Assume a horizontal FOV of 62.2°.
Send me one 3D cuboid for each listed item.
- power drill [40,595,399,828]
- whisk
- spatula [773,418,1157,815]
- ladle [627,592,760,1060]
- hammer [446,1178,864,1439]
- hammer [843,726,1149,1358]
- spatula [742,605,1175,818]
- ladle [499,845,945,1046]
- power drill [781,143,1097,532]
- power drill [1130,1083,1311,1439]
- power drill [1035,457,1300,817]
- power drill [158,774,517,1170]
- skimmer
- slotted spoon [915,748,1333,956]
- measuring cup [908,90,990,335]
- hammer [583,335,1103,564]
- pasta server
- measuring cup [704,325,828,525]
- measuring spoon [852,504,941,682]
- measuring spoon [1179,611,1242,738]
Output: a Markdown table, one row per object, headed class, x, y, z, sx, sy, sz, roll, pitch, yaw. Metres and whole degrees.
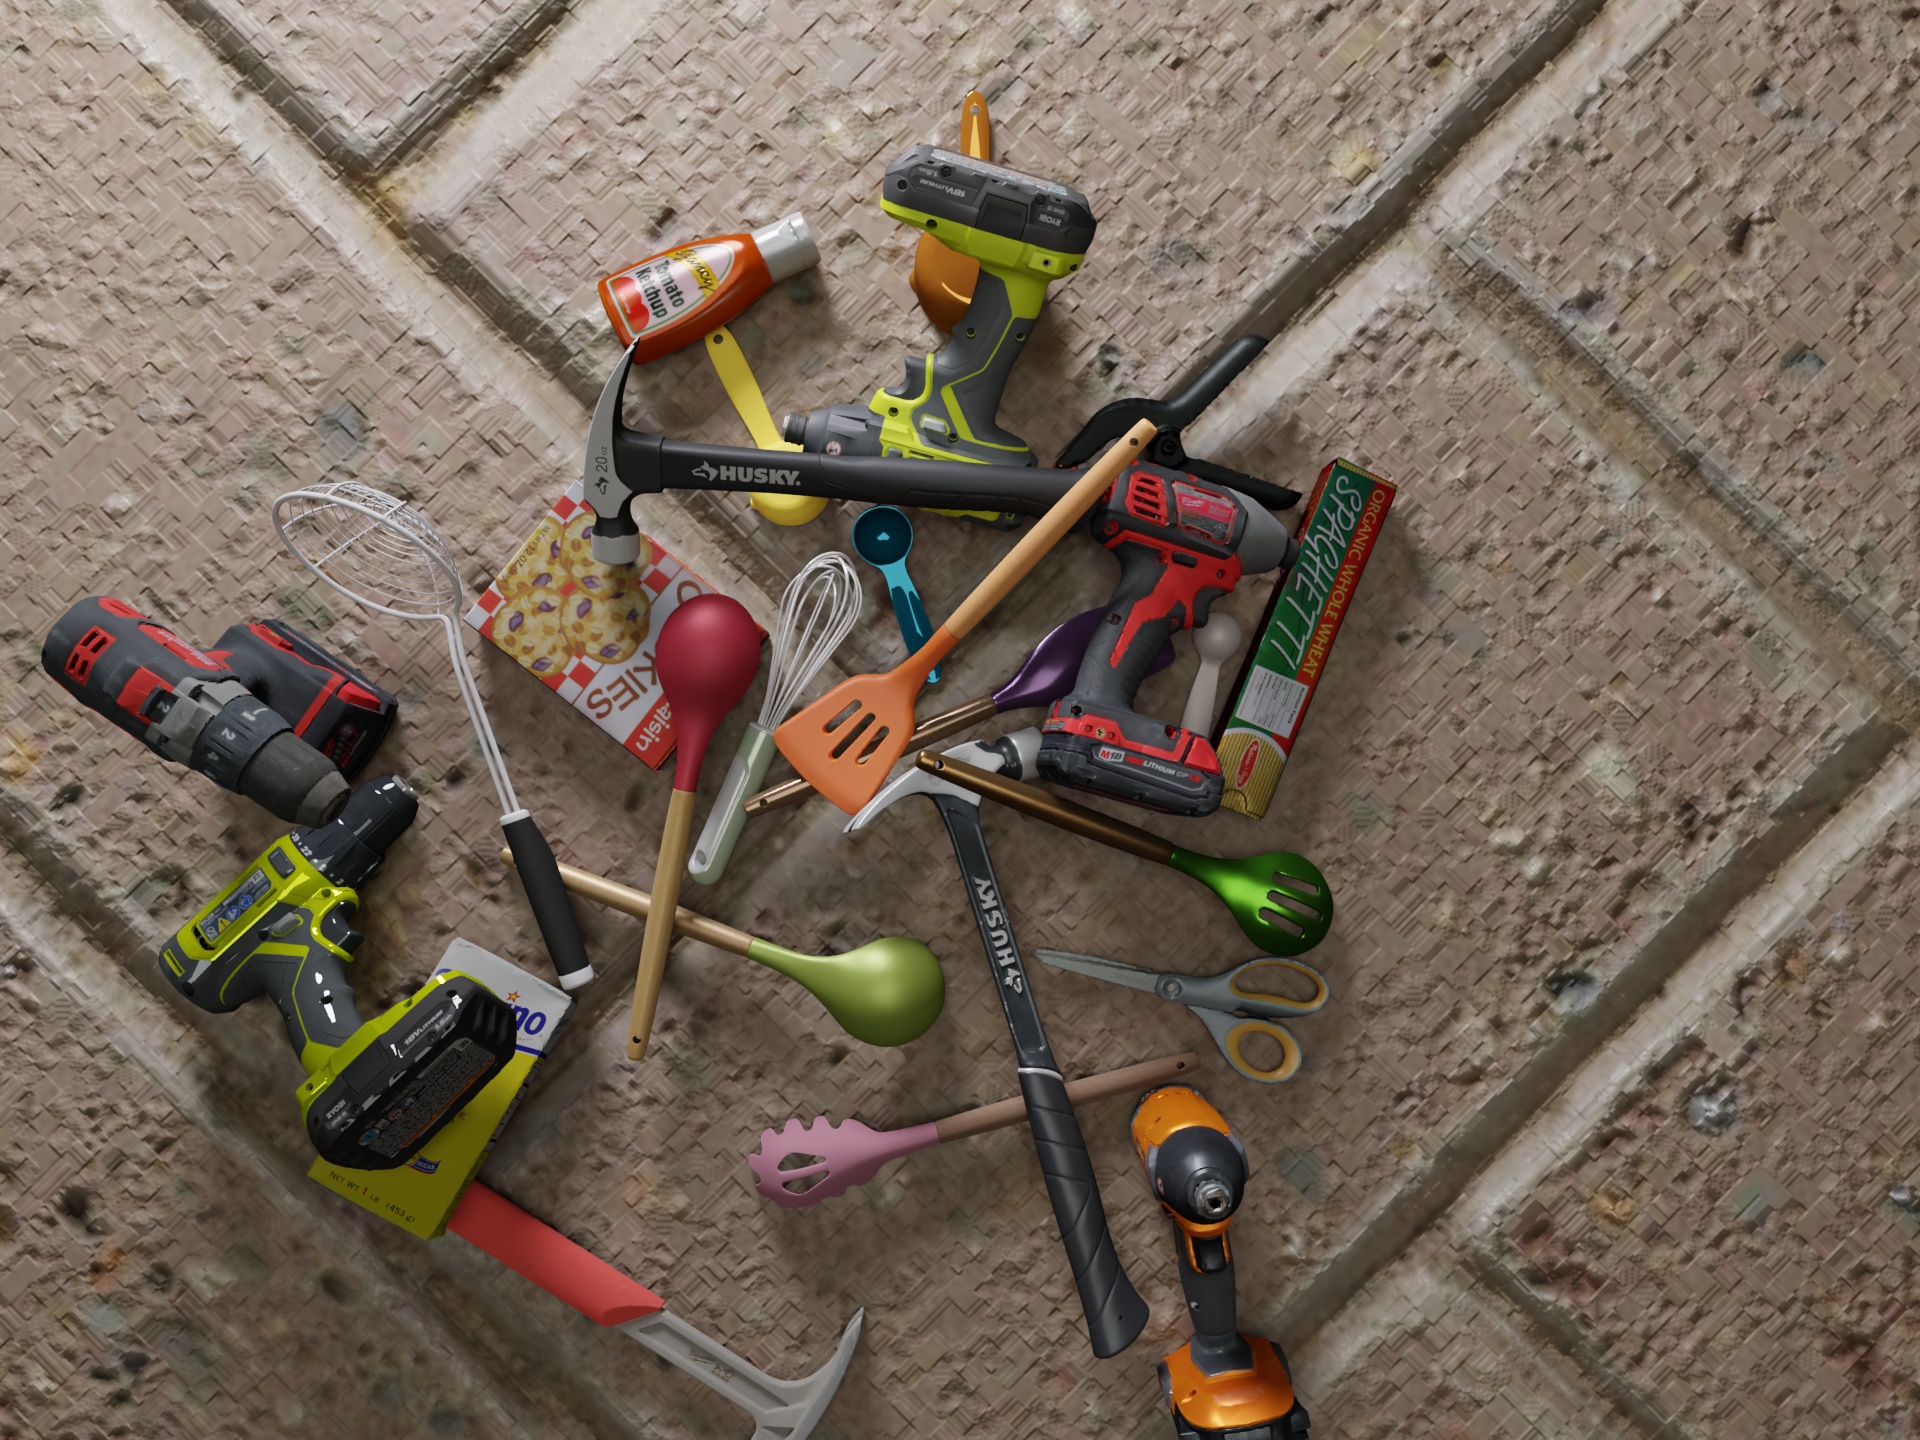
| class | x | y | z | sx | sy | sz | roll | pitch | yaw |
| --- | --- | --- | --- | --- | --- | --- | --- | --- | --- |
| power drill | -0.434 | 0.001 | 0.992 | 0.188 | 0.226 | 0.080 | 34 | 89 | 1 |
| whisk | -0.130 | -0.001 | 1.084 | 0.058 | 0.059 | 0.246 | 26 | 94 | 39 |
| spatula | 0.009 | -0.072 | 1.028 | 0.081 | 0.041 | 0.322 | 44 | 109 | -1 |
| ladle | -0.189 | 0.071 | 1.054 | 0.069 | 0.031 | 0.315 | 11 | 92 | -1 |
| hammer | -0.247 | 0.375 | 1.080 | 0.359 | 0.036 | 0.149 | 33 | 89 | 0 |
| hammer | 0.043 | 0.216 | 1.050 | 0.149 | 0.036 | 0.409 | -15 | 86 | -22 |
| spatula | -0.002 | -0.003 | 1.086 | 0.316 | 0.018 | 0.060 | -24 | 88 | -7 |
| ladle | -0.164 | 0.143 | 1.088 | 0.320 | 0.062 | 0.078 | 19 | 100 | 7 |
| power drill | -0.014 | -0.247 | 1.035 | 0.171 | 0.080 | 0.223 | 14 | 115 | -6 |
| power drill | 0.162 | 0.362 | 1.017 | 0.084 | 0.164 | 0.226 | -10 | 91 | -1 |
| power drill | 0.138 | -0.053 | 1.048 | 0.143 | 0.078 | 0.220 | 16 | 85 | -12 |
| power drill | -0.391 | 0.156 | 1.030 | 0.190 | 0.080 | 0.229 | -44 | 60 | -10 |
| skimmer | -0.339 | 0.016 | 1.041 | 0.090 | 0.127 | 0.363 | -23 | 95 | -44 |
| slotted spoon | 0.115 | 0.082 | 1.059 | 0.313 | 0.031 | 0.070 | 22 | 82 | -10 |
| measuring cup | 0.011 | -0.351 | 1.087 | 0.095 | 0.052 | 0.173 | -1 | 91 | 0 |
| hammer | -0.073 | -0.161 | 1.023 | 0.334 | 0.035 | 0.146 | 4 | 120 | -2 |
| pasta server | 0.010 | 0.273 | 1.088 | 0.316 | 0.040 | 0.060 | -15 | 89 | -4 |
| measuring cup | -0.140 | -0.208 | 1.096 | 0.062 | 0.029 | 0.156 | -27 | 89 | -1 |
| measuring spoon | -0.040 | -0.087 | 1.103 | 0.042 | 0.021 | 0.128 | -20 | 98 | -1 |
| measuring spoon | 0.168 | -0.014 | 1.097 | 0.034 | 0.018 | 0.124 | 14 | 90 | 0 |
